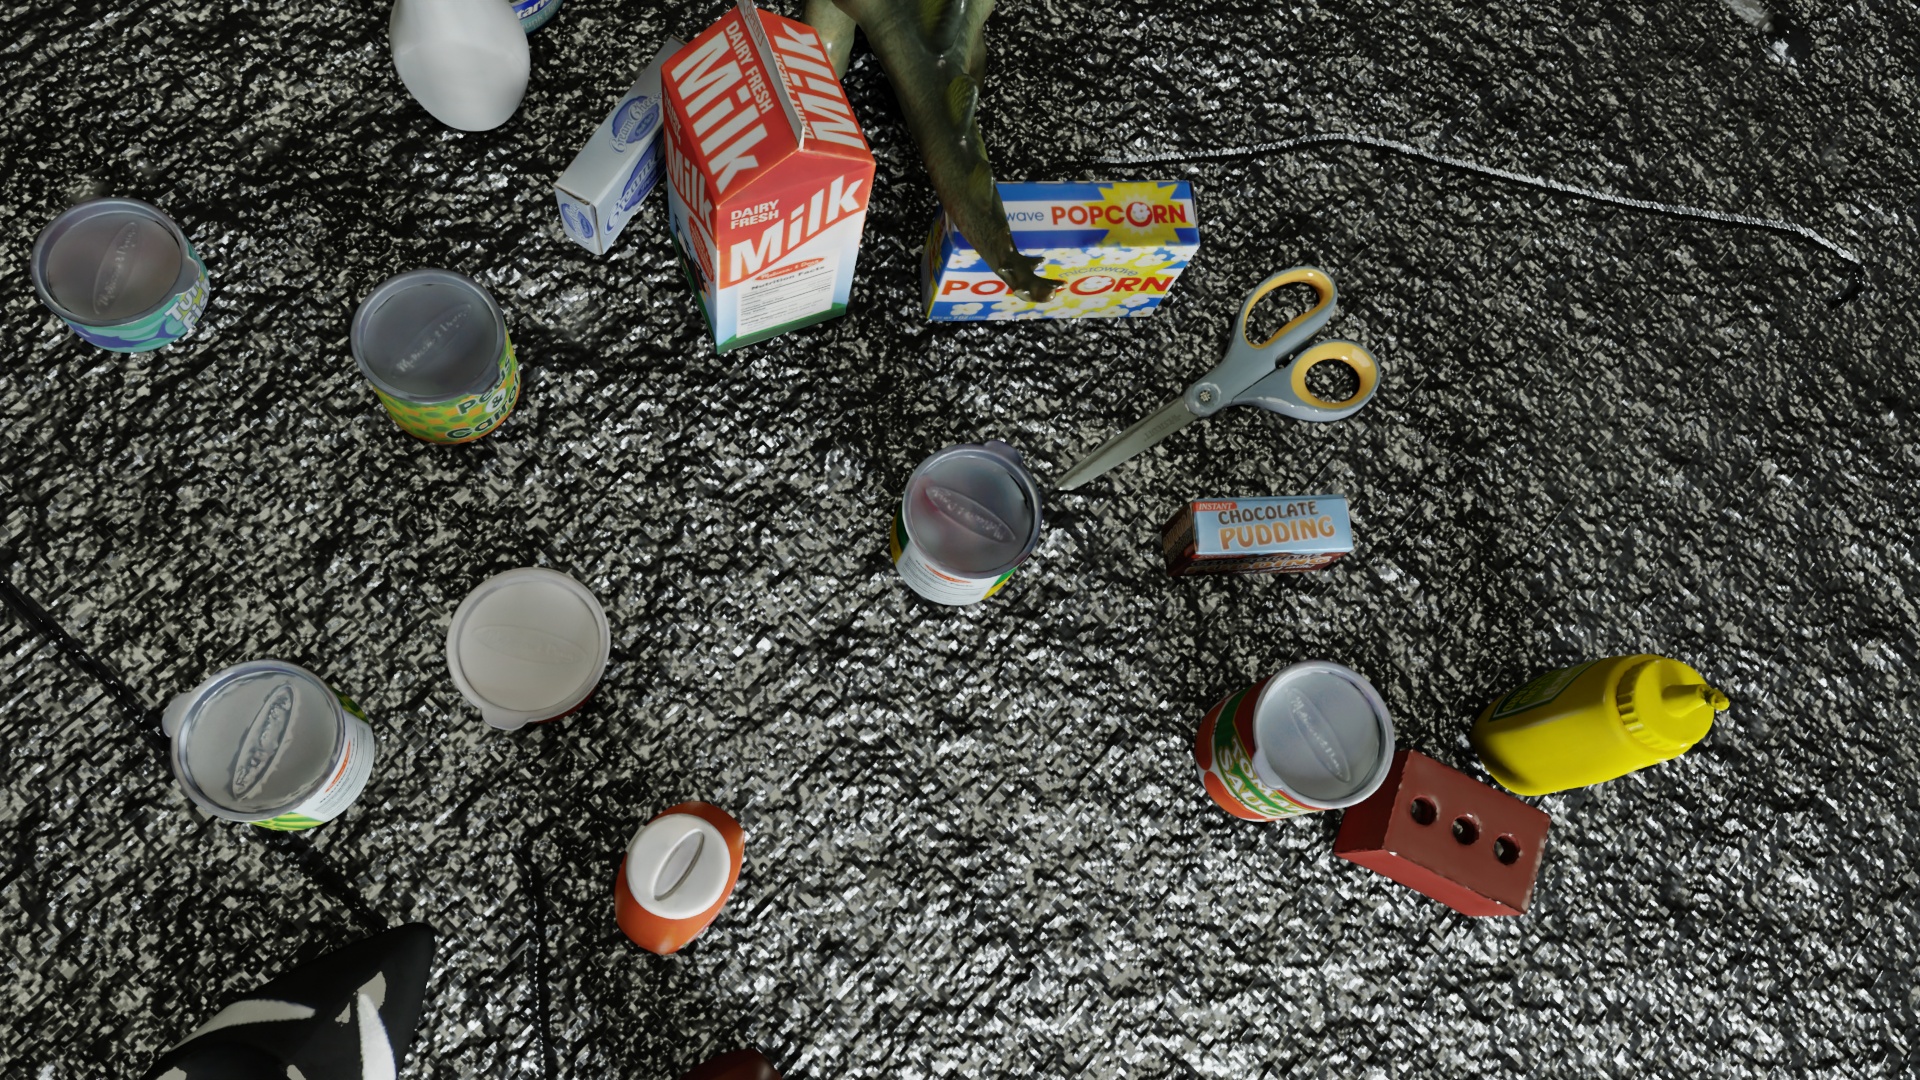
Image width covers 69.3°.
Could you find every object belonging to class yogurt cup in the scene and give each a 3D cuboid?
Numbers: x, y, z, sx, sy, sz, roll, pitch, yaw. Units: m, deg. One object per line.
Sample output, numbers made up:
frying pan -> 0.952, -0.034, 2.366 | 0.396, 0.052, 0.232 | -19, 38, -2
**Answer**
yogurt cup -> -0.190, 0.051, 0.621 | 0.072, 0.053, 0.072 | 3, 73, -9

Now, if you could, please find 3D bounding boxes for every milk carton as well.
milk carton -> -0.089, -0.163, 0.631 | 0.073, 0.190, 0.072 | -20, 79, -15

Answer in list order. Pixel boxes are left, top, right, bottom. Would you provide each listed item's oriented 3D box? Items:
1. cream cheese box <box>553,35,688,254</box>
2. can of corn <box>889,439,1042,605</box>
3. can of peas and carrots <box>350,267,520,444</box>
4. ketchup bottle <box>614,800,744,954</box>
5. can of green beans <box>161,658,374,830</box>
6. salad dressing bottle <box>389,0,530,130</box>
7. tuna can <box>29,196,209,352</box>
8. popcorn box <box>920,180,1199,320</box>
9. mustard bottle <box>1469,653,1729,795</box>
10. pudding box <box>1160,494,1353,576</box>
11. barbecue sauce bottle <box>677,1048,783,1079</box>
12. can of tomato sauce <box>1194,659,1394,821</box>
cream cheese box -> -0.164, -0.198, 0.700 | 0.024, 0.053, 0.104 | 30, 71, 0
can of corn -> 0.002, -0.008, 0.671 | 0.071, 0.058, 0.071 | 3, 73, -9
can of peas and carrots -> -0.241, -0.083, 0.649 | 0.071, 0.058, 0.071 | 3, 73, -9
ketchup bottle -> -0.113, 0.134, 0.560 | 0.043, 0.148, 0.065 | 32, 71, 0
can of green beans -> -0.289, 0.088, 0.590 | 0.071, 0.057, 0.071 | 3, 73, -9
salad dressing bottle -> -0.240, -0.251, 0.652 | 0.064, 0.147, 0.044 | -2, 75, -11
tuna can -> -0.388, -0.123, 0.648 | 0.071, 0.032, 0.071 | 3, 73, -9
popcorn box -> 0.048, -0.146, 0.706 | 0.127, 0.085, 0.038 | -3, 75, -11
mustard bottle -> 0.300, 0.081, 0.644 | 0.065, 0.159, 0.049 | -33, 82, -17
pudding box -> 0.149, -0.002, 0.700 | 0.084, 0.049, 0.030 | -2, 74, -11
barbecue sauce bottle -> -0.095, 0.230, 0.535 | 0.065, 0.148, 0.044 | -34, 82, -17
can of tomato sauce -> 0.153, 0.098, 0.653 | 0.071, 0.083, 0.071 | 3, 73, -9
